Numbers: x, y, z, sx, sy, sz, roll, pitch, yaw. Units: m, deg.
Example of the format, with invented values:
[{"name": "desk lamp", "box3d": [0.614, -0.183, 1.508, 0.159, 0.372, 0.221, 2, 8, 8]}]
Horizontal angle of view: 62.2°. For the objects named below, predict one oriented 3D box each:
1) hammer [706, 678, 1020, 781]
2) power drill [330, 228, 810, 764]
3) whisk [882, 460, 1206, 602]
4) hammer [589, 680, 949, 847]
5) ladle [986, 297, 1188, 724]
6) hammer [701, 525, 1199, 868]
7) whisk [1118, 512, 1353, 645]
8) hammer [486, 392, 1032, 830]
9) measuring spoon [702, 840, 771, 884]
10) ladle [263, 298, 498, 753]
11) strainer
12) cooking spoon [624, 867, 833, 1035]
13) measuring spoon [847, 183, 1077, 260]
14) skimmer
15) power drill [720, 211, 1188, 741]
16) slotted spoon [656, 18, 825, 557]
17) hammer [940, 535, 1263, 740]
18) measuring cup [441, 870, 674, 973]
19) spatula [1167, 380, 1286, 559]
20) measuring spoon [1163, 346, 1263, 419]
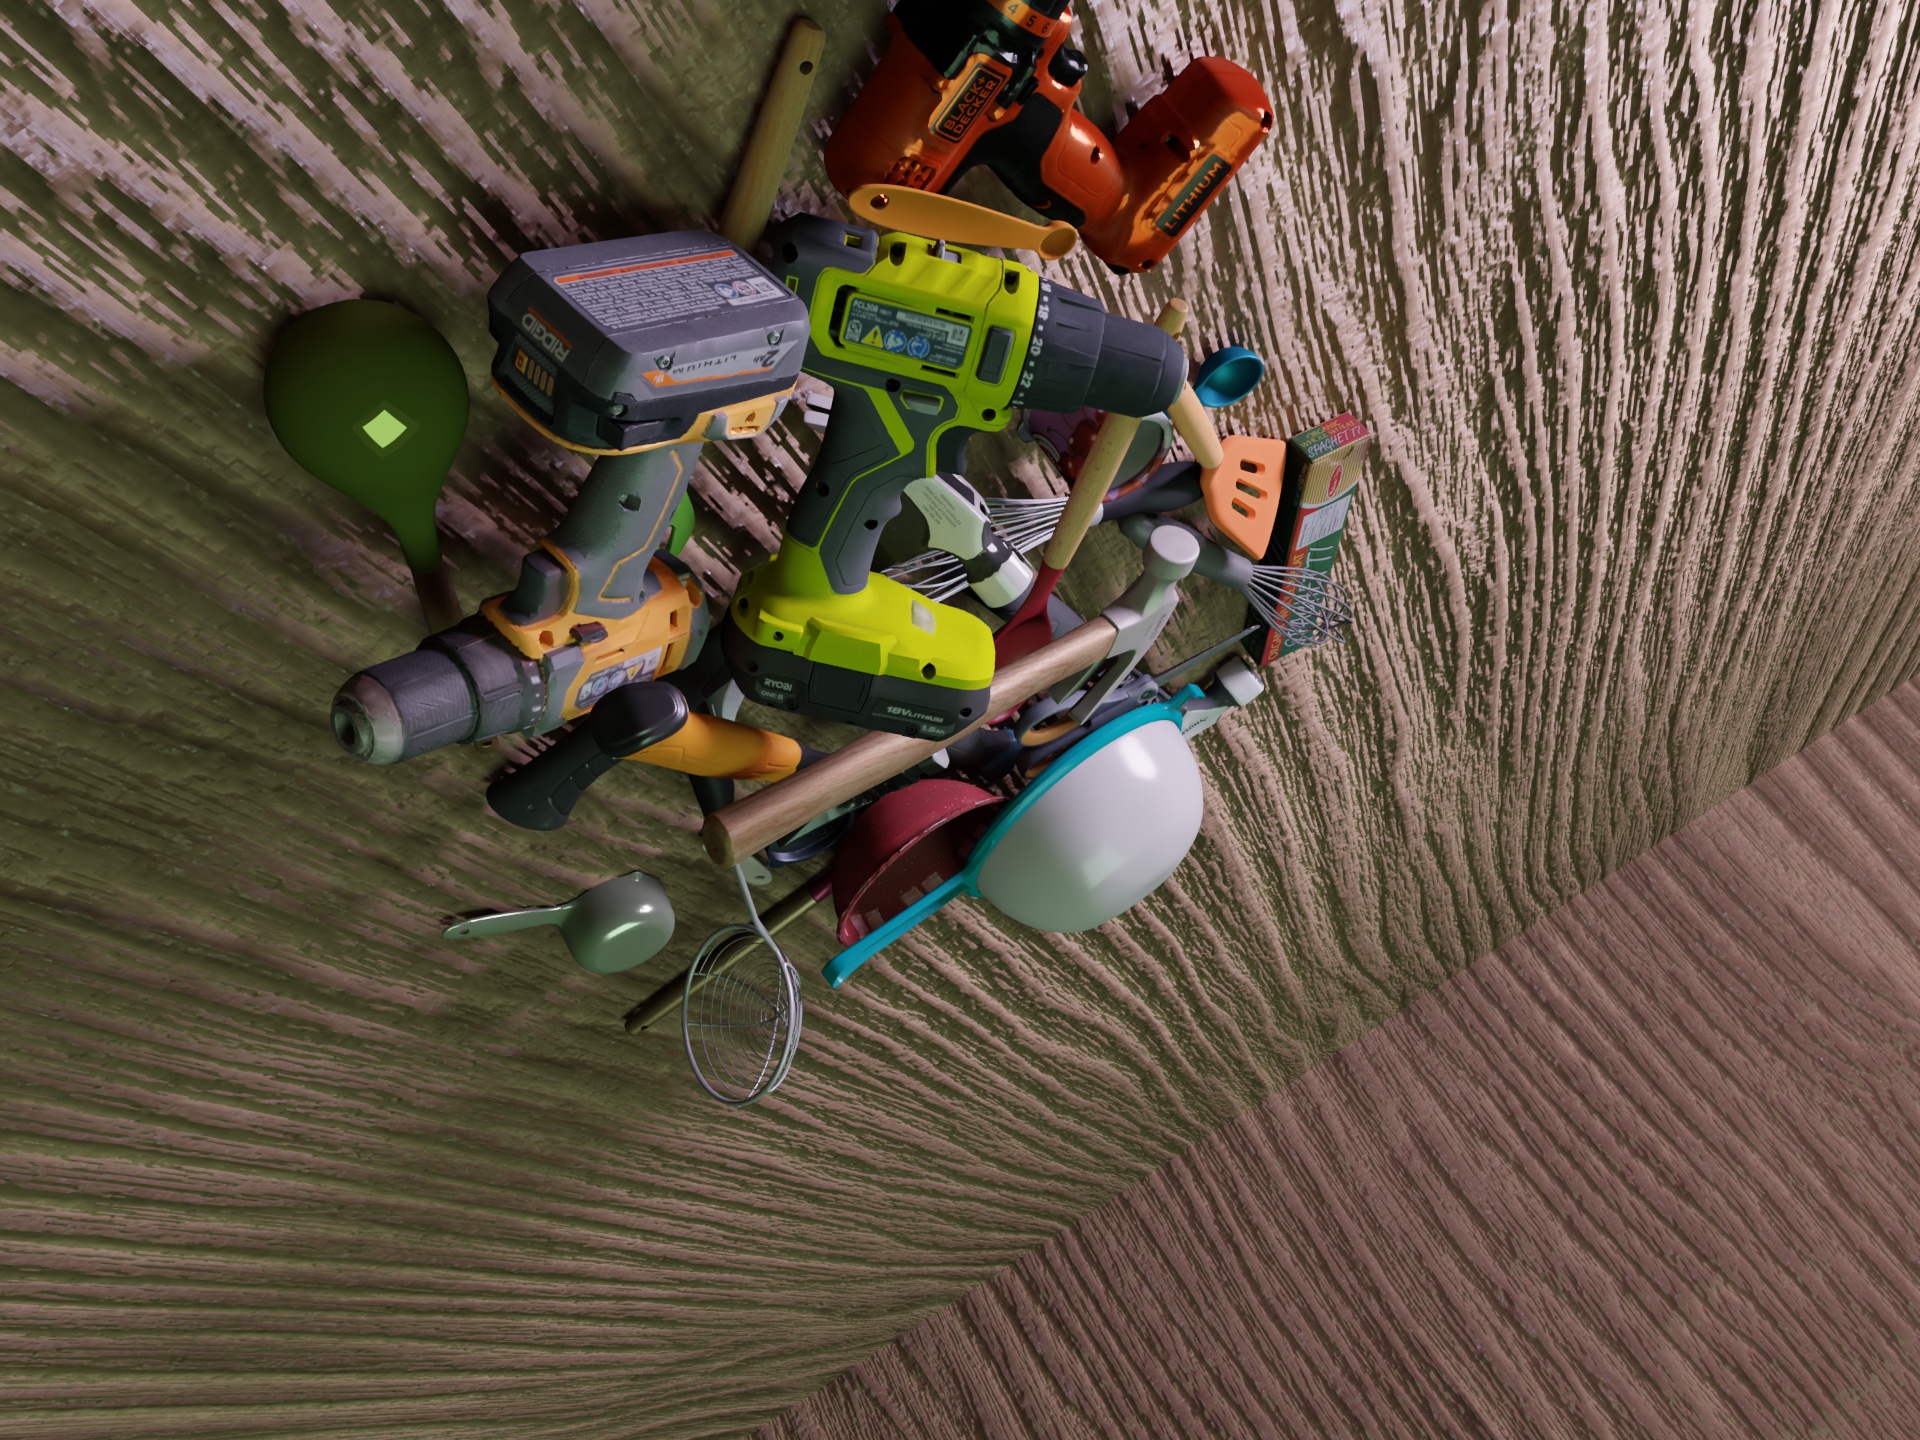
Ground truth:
[{"name": "hammer", "box3d": [-0.047, -0.008, 1.045, 0.128, 0.033, 0.330, -41, 151, 14]}, {"name": "power drill", "box3d": [-0.168, -0.082, 0.669, 0.185, 0.084, 0.226, -28, 154, -46]}, {"name": "whisk", "box3d": [0.048, -0.119, 0.943, 0.284, 0.070, 0.070, -19, 150, -33]}, {"name": "hammer", "box3d": [-0.112, 0.023, 0.873, 0.127, 0.034, 0.336, -26, 167, 12]}, {"name": "ladle", "box3d": [0.061, -0.105, 0.881, 0.069, 0.031, 0.315, -28, 156, -35]}, {"name": "hammer", "box3d": [-0.001, -0.003, 0.892, 0.331, 0.031, 0.130, -29, 155, -31]}, {"name": "whisk", "box3d": [0.192, -0.099, 1.094, 0.238, 0.055, 0.055, 19, 125, -39]}, {"name": "hammer", "box3d": [-0.135, -0.039, 0.863, 0.334, 0.035, 0.146, -34, 118, 20]}, {"name": "measuring spoon", "box3d": [-0.154, 0.094, 1.125, 0.034, 0.018, 0.124, -10, 158, 3]}, {"name": "ladle", "box3d": [-0.250, -0.070, 0.746, 0.078, 0.062, 0.320, -21, 157, -17]}, {"name": "strainer", "box3d": [0.060, 0.121, 1.156, 0.340, 0.095, 0.210, -32, 159, -25]}, {"name": "cooking spoon", "box3d": [-0.134, 0.149, 1.225, 0.319, 0.017, 0.068, -37, 148, 8]}, {"name": "measuring spoon", "box3d": [0.002, -0.216, 0.681, 0.116, 0.011, 0.021, 0, 146, -34]}, {"name": "skimmer", "box3d": [-0.170, 0.118, 1.038, 0.090, 0.127, 0.362, -28, 139, -18]}, {"name": "power drill", "box3d": [-0.013, -0.108, 0.751, 0.190, 0.080, 0.228, 12, 121, -9]}, {"name": "slotted spoon", "box3d": [-0.121, -0.168, 0.723, 0.070, 0.031, 0.313, -4, 140, -35]}, {"name": "hammer", "box3d": [0.093, -0.043, 1.131, 0.149, 0.036, 0.408, -38, 151, 13]}, {"name": "measuring cup", "box3d": [-0.264, 0.144, 1.061, 0.167, 0.038, 0.083, -1, 139, -47]}, {"name": "spatula", "box3d": [0.151, -0.156, 0.917, 0.322, 0.041, 0.081, 10, 93, -74]}, {"name": "measuring spoon", "box3d": [0.117, -0.190, 0.944, 0.128, 0.021, 0.042, -23, 153, 2]}]
